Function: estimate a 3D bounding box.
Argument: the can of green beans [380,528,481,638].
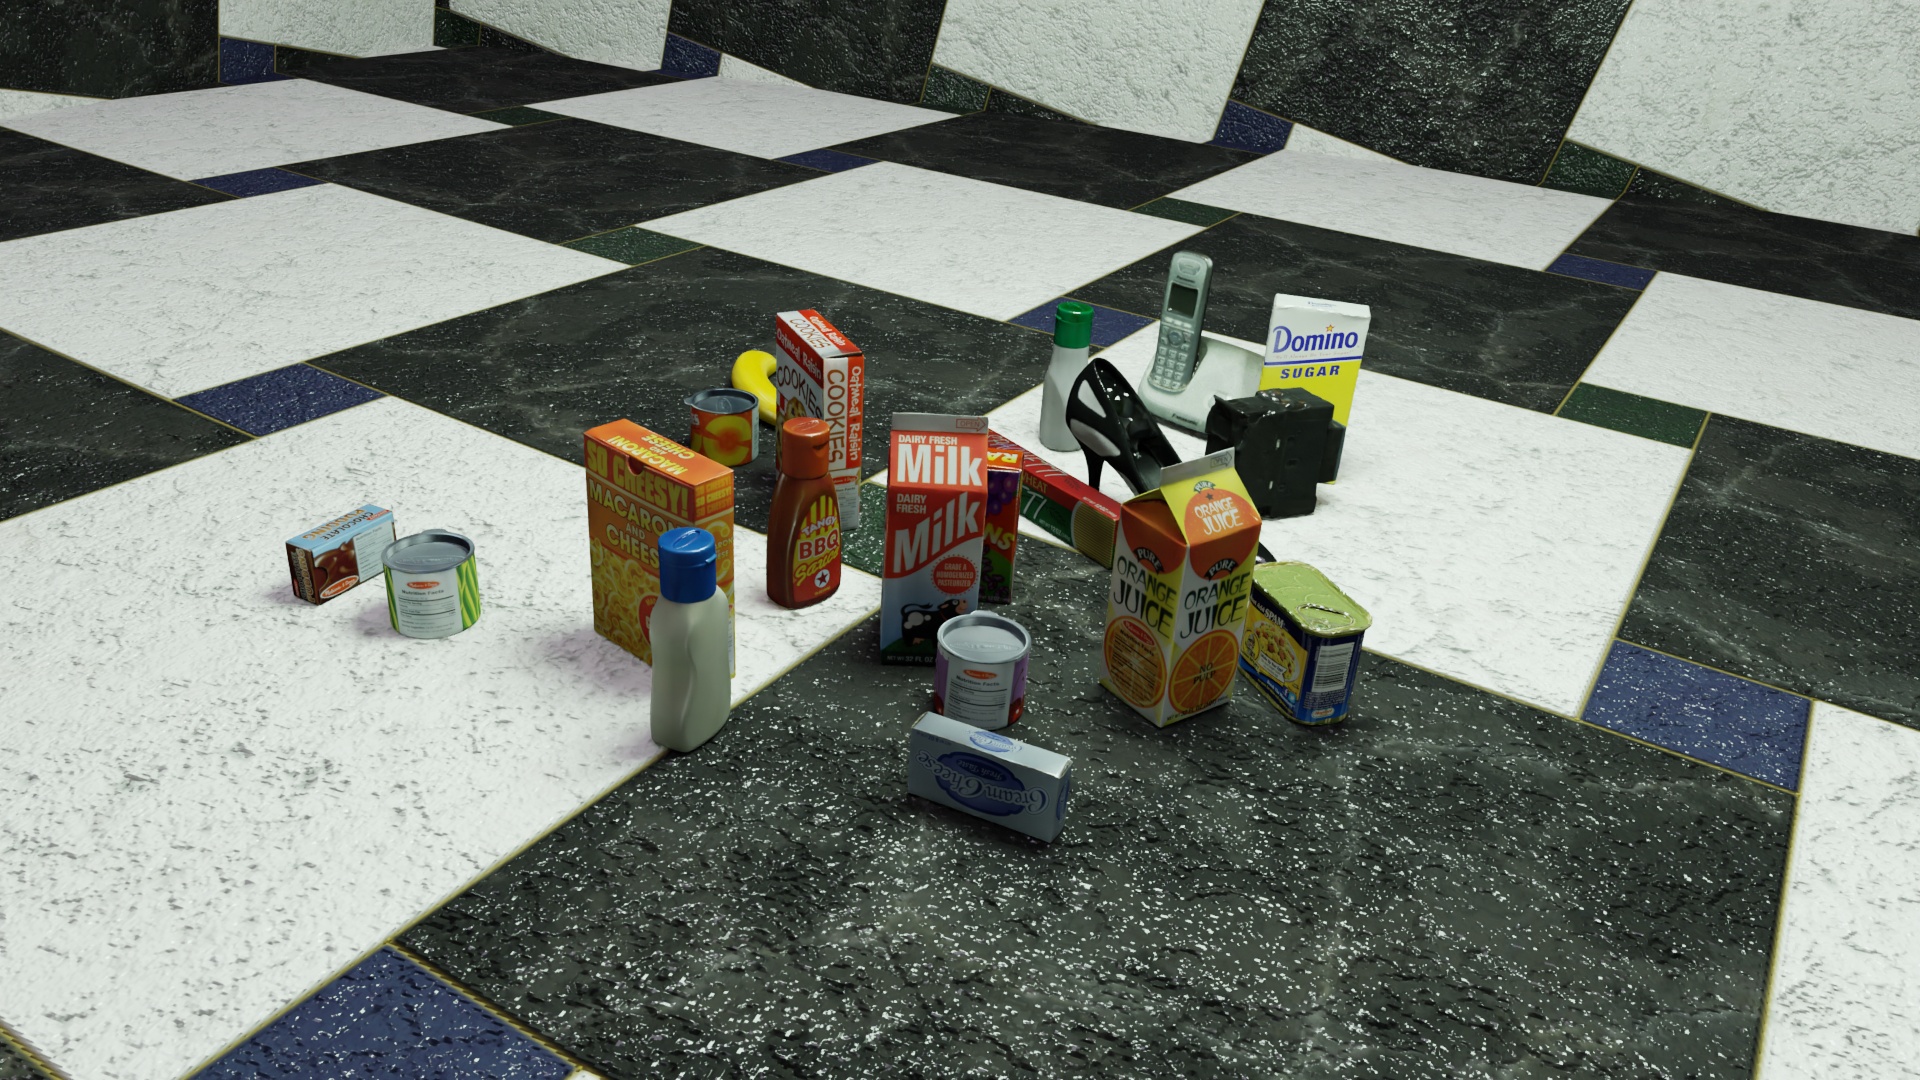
[{"bbox_3d":[-0.398,0.033,1.048,0.071,0.057,0.071,3,27,-2],"label":"can of green beans"}]

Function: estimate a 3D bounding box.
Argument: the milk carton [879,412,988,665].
[{"bbox_3d":[-0.021,-0.006,1.031,0.072,0.189,0.074,2,27,-4],"label":"milk carton"}]

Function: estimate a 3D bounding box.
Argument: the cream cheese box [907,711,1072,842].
[{"bbox_3d":[0.018,0.150,0.883,0.104,0.053,0.024,15,29,21],"label":"cream cheese box"}]

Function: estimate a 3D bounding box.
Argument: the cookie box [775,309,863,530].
[{"bbox_3d":[-0.127,-0.108,1.240,0.040,0.166,0.123,-9,30,-24],"label":"cookie box"}]

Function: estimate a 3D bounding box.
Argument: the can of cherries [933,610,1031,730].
[{"bbox_3d":[0.016,0.092,0.989,0.071,0.058,0.072,3,27,-2],"label":"can of cherries"}]

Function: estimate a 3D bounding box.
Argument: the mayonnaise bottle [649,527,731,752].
[{"bbox_3d":[-0.180,0.064,0.920,0.041,0.147,0.065,14,29,19],"label":"mayonnaise bottle"}]

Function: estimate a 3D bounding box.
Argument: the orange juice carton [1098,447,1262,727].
[{"bbox_3d":[0.156,0.028,0.986,0.072,0.191,0.073,-15,32,-32],"label":"orange juice carton"}]

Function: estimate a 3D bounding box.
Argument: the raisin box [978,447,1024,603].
[{"bbox_3d":[0.004,-0.014,1.123,0.086,0.122,0.040,7,27,6],"label":"raisin box"}]

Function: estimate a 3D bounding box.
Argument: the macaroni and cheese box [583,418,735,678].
[{"bbox_3d":[-0.216,0.011,0.998,0.124,0.165,0.040,24,33,34],"label":"macaroni and cheese box"}]

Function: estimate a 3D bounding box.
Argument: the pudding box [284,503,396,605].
[{"bbox_3d":[-0.484,0.010,1.092,0.030,0.049,0.084,15,29,21],"label":"pudding box"}]

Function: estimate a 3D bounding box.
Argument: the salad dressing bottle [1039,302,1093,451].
[{"bbox_3d":[0.109,-0.165,1.405,0.044,0.147,0.064,-8,29,-21],"label":"salad dressing bottle"}]

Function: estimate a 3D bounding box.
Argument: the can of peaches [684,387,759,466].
[{"bbox_3d":[-0.231,-0.110,1.348,0.071,0.057,0.071,3,27,-2],"label":"can of peaches"}]

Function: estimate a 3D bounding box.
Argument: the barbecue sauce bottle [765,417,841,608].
[{"bbox_3d":[-0.123,-0.023,1.095,0.044,0.147,0.065,25,34,35],"label":"barbecue sauce bottle"}]

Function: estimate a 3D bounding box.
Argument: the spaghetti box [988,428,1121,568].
[{"bbox_3d":[0.067,-0.048,1.278,0.029,0.050,0.250,-16,33,-33],"label":"spaghetti box"}]
